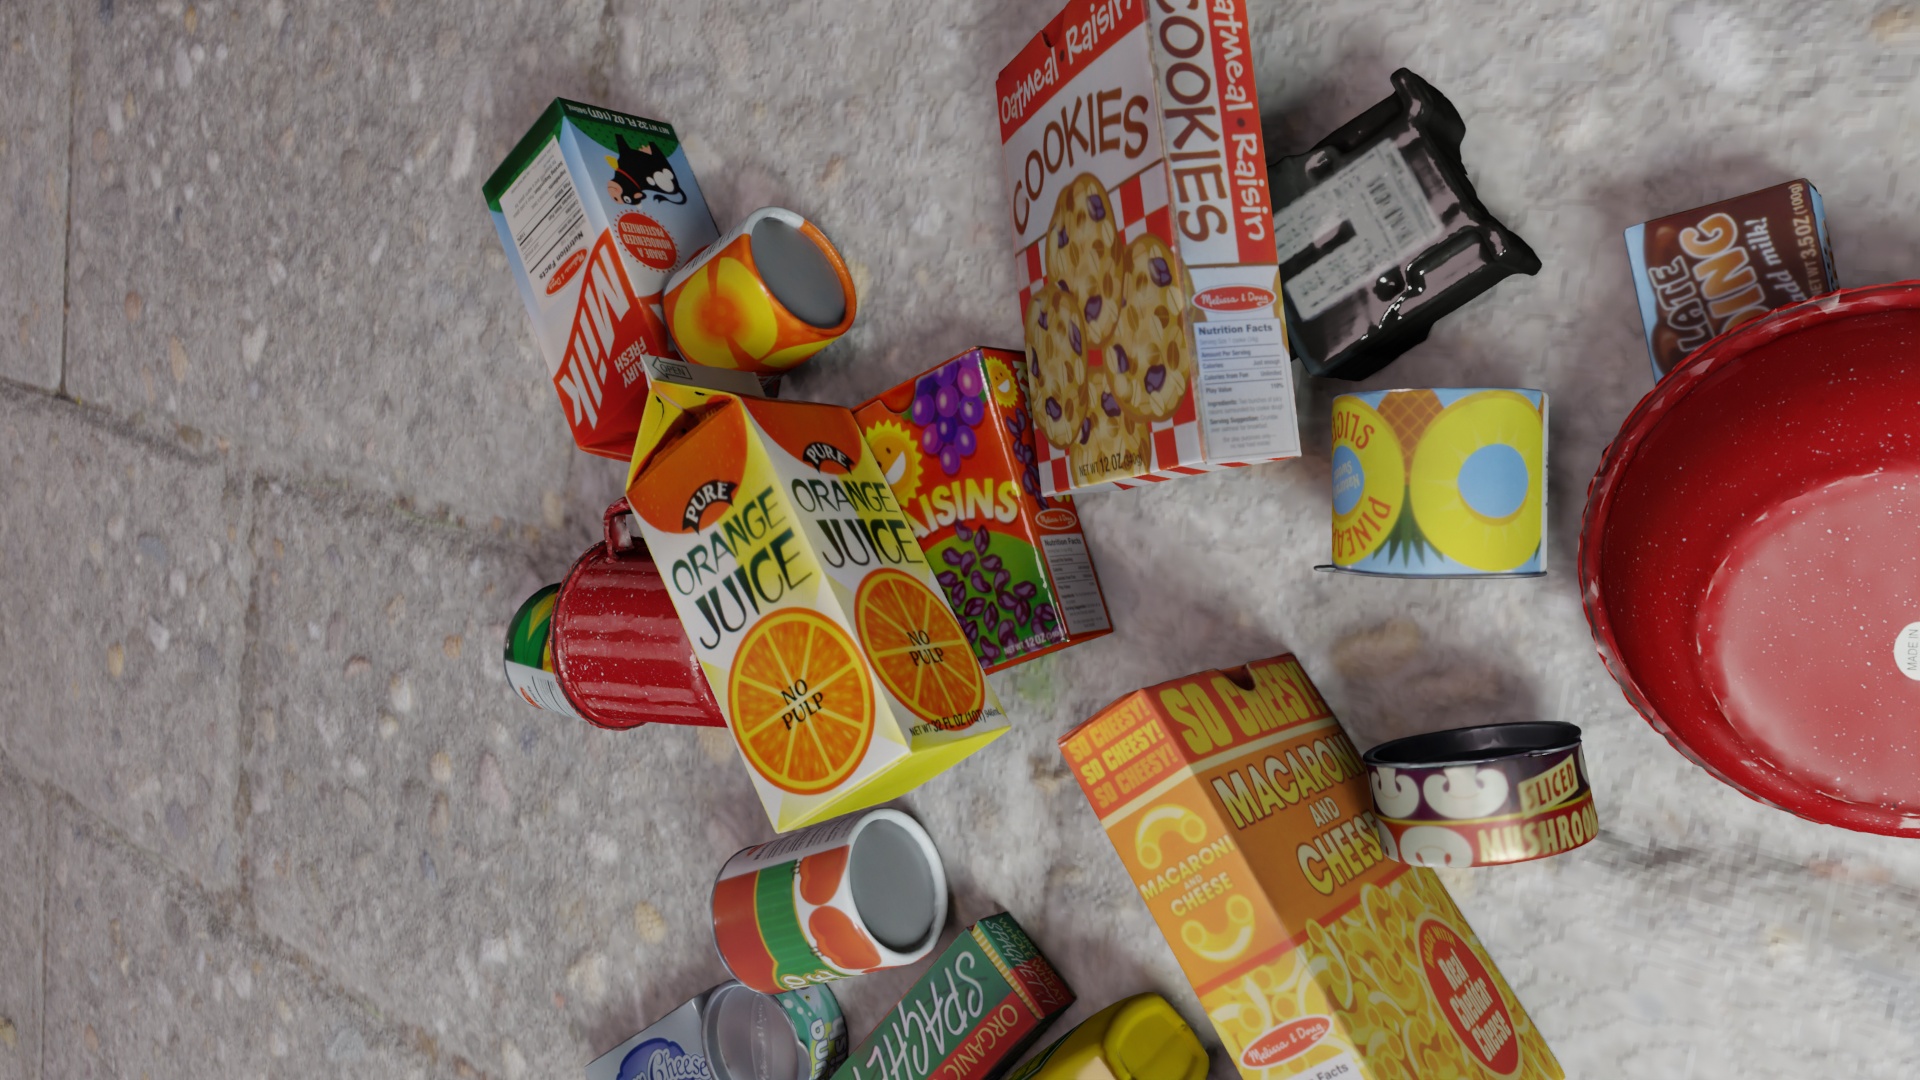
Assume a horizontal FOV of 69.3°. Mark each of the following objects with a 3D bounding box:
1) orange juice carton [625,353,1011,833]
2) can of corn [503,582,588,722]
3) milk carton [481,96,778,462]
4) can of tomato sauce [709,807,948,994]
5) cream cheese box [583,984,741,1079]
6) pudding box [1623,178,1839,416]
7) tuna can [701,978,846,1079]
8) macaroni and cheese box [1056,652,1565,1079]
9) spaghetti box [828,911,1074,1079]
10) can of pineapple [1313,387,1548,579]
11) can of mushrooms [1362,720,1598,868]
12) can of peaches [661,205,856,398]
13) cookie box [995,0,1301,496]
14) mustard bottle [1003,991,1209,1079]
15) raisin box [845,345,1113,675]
[{"bbox_3d":[-0.065,0.009,0.549,0.072,0.072,0.193,-36,72,28],"label":"orange juice carton"},{"bbox_3d":[-0.182,0.055,0.696,0.058,0.071,0.071,8,97,36],"label":"can of corn"},{"bbox_3d":[-0.152,-0.107,0.660,0.073,0.072,0.191,-34,71,33],"label":"milk carton"},{"bbox_3d":[-0.056,0.159,0.606,0.083,0.071,0.071,-24,78,34],"label":"can of tomato sauce"},{"bbox_3d":[-0.147,0.271,0.705,0.103,0.024,0.053,-39,69,31],"label":"cream cheese box"},{"bbox_3d":[0.229,-0.057,0.405,0.049,0.030,0.083,-12,85,37],"label":"pudding box"},{"bbox_3d":[-0.086,0.234,0.651,0.071,0.033,0.071,2,94,37],"label":"tuna can"},{"bbox_3d":[0.114,0.119,0.440,0.040,0.124,0.167,-39,70,29],"label":"macaroni and cheese box"},{"bbox_3d":[-0.039,0.260,0.621,0.050,0.029,0.249,49,119,24],"label":"spaghetti box"},{"bbox_3d":[0.150,-0.018,0.442,0.071,0.071,0.058,1,92,37],"label":"can of pineapple"},{"bbox_3d":[0.164,0.079,0.436,0.071,0.071,0.033,-11,87,37],"label":"can of mushrooms"},{"bbox_3d":[-0.087,-0.104,0.617,0.058,0.071,0.071,-29,75,34],"label":"can of peaches"},{"bbox_3d":[0.059,-0.104,0.487,0.123,0.040,0.167,170,94,-69],"label":"cookie box"},{"bbox_3d":[0.028,0.237,0.549,0.049,0.065,0.159,52,123,16],"label":"mustard bottle"},{"bbox_3d":[0.002,-0.007,0.571,0.086,0.040,0.123,-23,78,36],"label":"raisin box"}]
